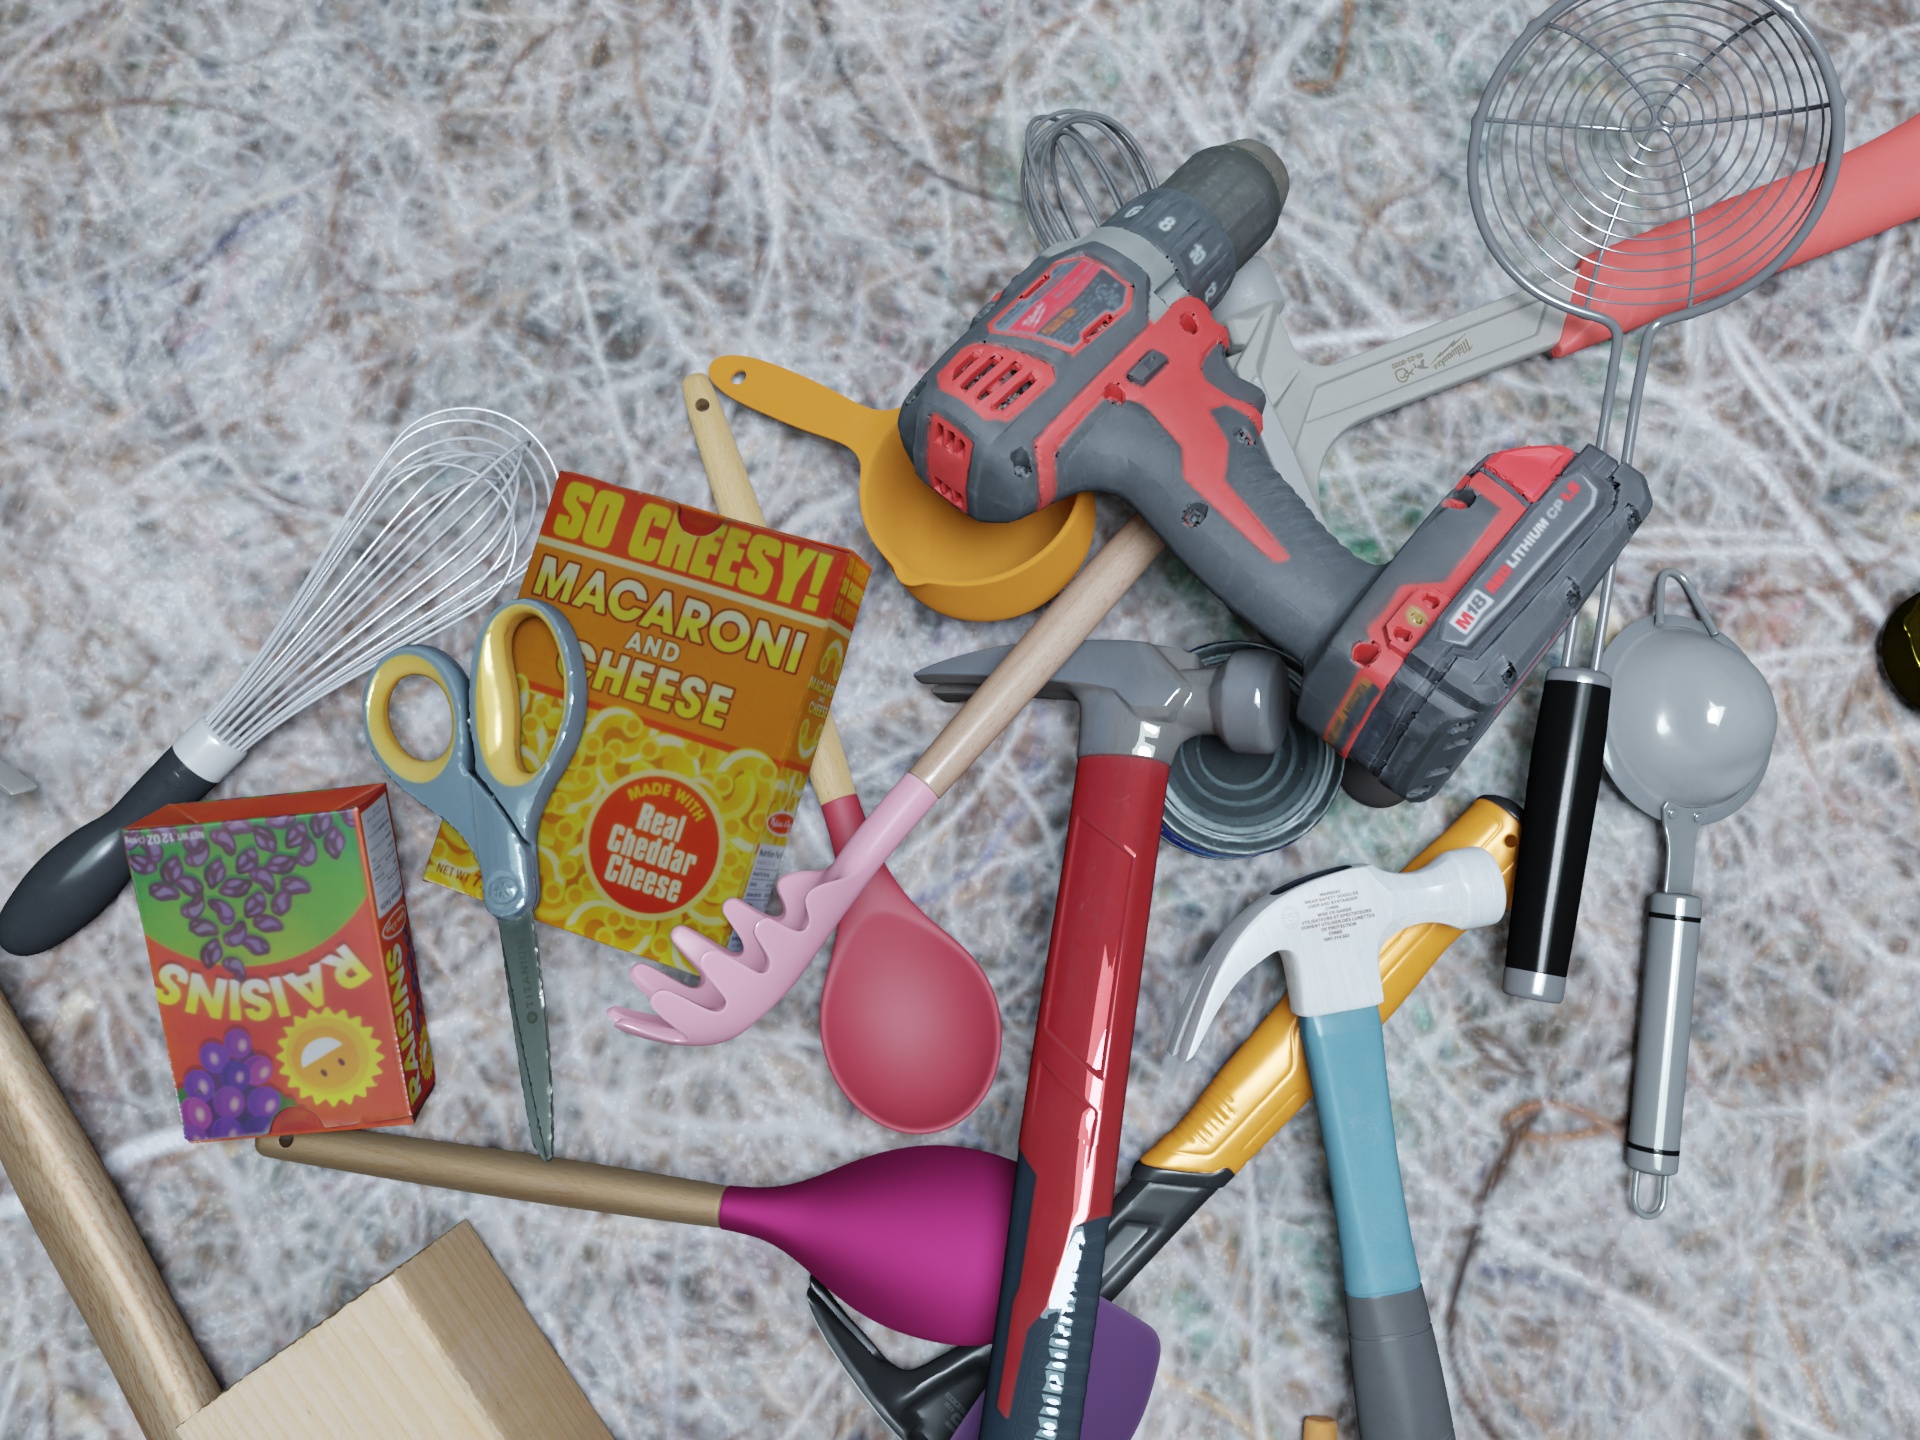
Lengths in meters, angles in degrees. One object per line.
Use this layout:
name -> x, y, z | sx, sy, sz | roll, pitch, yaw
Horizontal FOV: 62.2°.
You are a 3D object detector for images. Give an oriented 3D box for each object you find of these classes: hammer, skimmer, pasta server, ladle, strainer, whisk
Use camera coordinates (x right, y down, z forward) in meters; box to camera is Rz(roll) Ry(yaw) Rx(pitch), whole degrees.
hammer -> 0.022, 0.157, 0.549 | 0.143, 0.038, 0.386 | 2, 72, 26
hammer -> 0.156, 0.218, 0.574 | 0.128, 0.033, 0.331 | -8, 86, -4
skimmer -> 0.230, -0.079, 0.576 | 0.127, 0.090, 0.363 | 8, 86, 25
pasta server -> -0.001, -0.002, 0.569 | 0.040, 0.060, 0.316 | 45, 77, -14
ladle -> -0.058, 0.007, 0.629 | 0.069, 0.031, 0.315 | -18, 82, -6
hammer -> -0.345, 0.147, 0.591 | 0.130, 0.031, 0.331 | -29, 89, 22
strainer -> 0.283, 0.065, 0.622 | 0.087, 0.050, 0.258 | 8, 87, -15
whisk -> -0.268, -0.012, 0.616 | 0.284, 0.070, 0.070 | -44, 86, -1
hammer -> 0.096, 0.150, 0.611 | 0.337, 0.034, 0.127 | -45, 87, -5
hammer -> 0.286, -0.173, 0.649 | 0.359, 0.036, 0.149 | -21, 84, -3
whisk -> 0.086, -0.138, 0.640 | 0.055, 0.055, 0.239 | -24, 89, -3

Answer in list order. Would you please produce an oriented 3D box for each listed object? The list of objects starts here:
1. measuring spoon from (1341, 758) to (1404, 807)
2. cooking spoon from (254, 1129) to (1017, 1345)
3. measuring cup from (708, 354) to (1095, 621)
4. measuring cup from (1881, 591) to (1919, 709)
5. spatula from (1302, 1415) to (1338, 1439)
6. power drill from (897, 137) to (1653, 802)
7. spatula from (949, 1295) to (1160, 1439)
measuring spoon -> 0.190, -0.022, 0.639 | 0.034, 0.018, 0.124 | 29, 83, 3
cooking spoon -> -0.113, 0.178, 0.591 | 0.319, 0.017, 0.069 | 6, 69, 8
measuring cup -> -0.025, -0.100, 0.634 | 0.174, 0.052, 0.095 | 28, 79, 22
measuring cup -> 0.410, -0.073, 0.650 | 0.062, 0.029, 0.157 | 14, 72, 1
spatula -> 0.127, 0.427, 0.587 | 0.081, 0.041, 0.323 | 4, 79, -1
power drill -> 0.116, -0.101, 0.554 | 0.227, 0.080, 0.188 | 37, 68, 16
spatula -> -0.032, 0.338, 0.572 | 0.059, 0.018, 0.316 | 36, 93, -14
